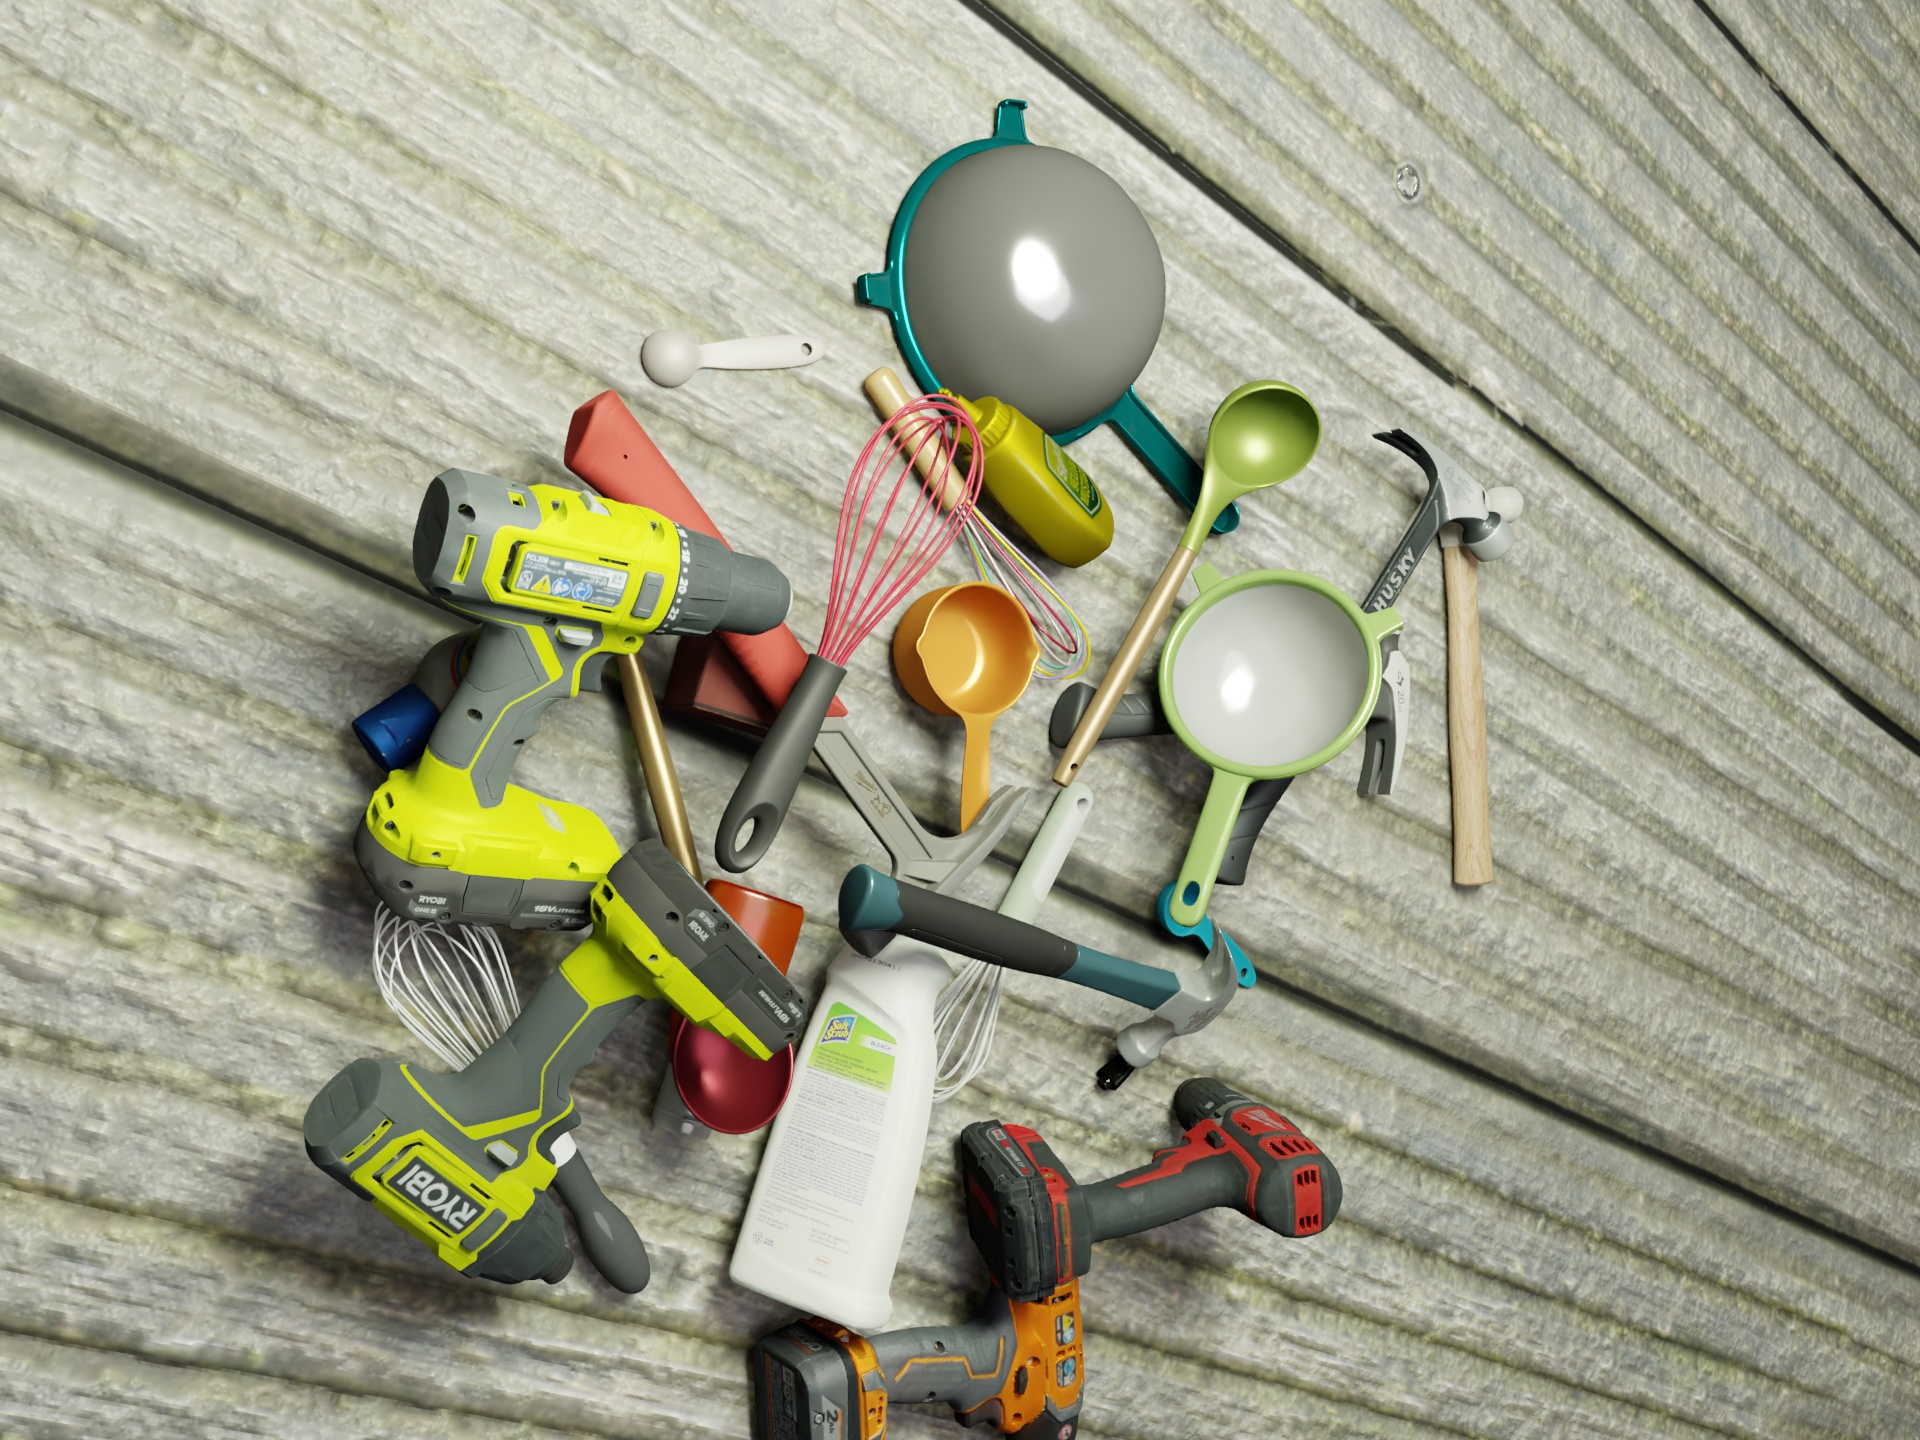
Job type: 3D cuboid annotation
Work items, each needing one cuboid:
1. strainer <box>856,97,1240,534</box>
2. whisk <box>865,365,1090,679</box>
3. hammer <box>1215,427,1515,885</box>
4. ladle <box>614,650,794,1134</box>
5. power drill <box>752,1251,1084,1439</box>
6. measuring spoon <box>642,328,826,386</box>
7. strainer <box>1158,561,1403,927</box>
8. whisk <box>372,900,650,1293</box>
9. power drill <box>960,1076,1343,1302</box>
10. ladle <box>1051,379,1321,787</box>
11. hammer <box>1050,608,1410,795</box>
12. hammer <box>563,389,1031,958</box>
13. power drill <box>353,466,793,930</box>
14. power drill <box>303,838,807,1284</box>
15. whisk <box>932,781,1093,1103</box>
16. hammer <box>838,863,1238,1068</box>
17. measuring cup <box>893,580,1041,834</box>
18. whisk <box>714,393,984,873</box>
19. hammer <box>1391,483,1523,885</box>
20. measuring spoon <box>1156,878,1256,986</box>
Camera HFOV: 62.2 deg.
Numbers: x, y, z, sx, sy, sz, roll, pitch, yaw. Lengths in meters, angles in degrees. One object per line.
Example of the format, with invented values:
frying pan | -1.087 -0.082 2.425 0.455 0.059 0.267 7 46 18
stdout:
strainer | 0.105 -0.250 1.078 0.340 0.095 0.211 43 68 -23
whisk | 0.014 -0.129 1.053 0.051 0.047 0.244 -42 108 -24
hammer | 0.281 -0.044 1.186 0.149 0.036 0.409 45 68 -22
ladle | -0.162 0.082 0.920 0.069 0.031 0.315 -15 86 -8
power drill | -0.014 0.437 1.016 0.226 0.084 0.164 -6 94 -36
measuring spoon | -0.134 -0.225 0.972 0.124 0.018 0.034 -12 97 -32
strainer | 0.199 0.024 1.096 0.256 0.151 0.069 -70 156 -9
whisk | -0.244 0.213 0.886 0.070 0.070 0.284 -35 113 -27
power drill | 0.117 0.298 1.064 0.226 0.188 0.080 -7 99 -14
ladle | 0.149 -0.093 1.084 0.078 0.062 0.320 34 79 -25
hammer | 0.208 -0.005 1.180 0.334 0.035 0.146 -5 92 -32
hammer | -0.099 -0.038 0.920 0.149 0.037 0.358 -44 114 -23
power drill | -0.203 -0.007 0.824 0.190 0.080 0.228 10 113 -35
power drill | -0.198 0.186 0.832 0.223 0.080 0.171 -42 125 -9
whisk | 0.030 0.144 1.062 0.057 0.059 0.246 47 62 -37
hammer | 0.053 0.148 0.993 0.330 0.128 0.033 23 34 -39
measuring cup | -0.002 -0.003 1.038 0.095 0.052 0.173 1 91 -32
whisk | -0.064 -0.049 0.889 0.073 0.073 0.296 29 83 -29
hammer | 0.416 -0.029 1.313 0.130 0.031 0.331 -4 93 -33
measuring spoon | 0.181 0.160 1.178 0.128 0.021 0.042 47 66 -34
